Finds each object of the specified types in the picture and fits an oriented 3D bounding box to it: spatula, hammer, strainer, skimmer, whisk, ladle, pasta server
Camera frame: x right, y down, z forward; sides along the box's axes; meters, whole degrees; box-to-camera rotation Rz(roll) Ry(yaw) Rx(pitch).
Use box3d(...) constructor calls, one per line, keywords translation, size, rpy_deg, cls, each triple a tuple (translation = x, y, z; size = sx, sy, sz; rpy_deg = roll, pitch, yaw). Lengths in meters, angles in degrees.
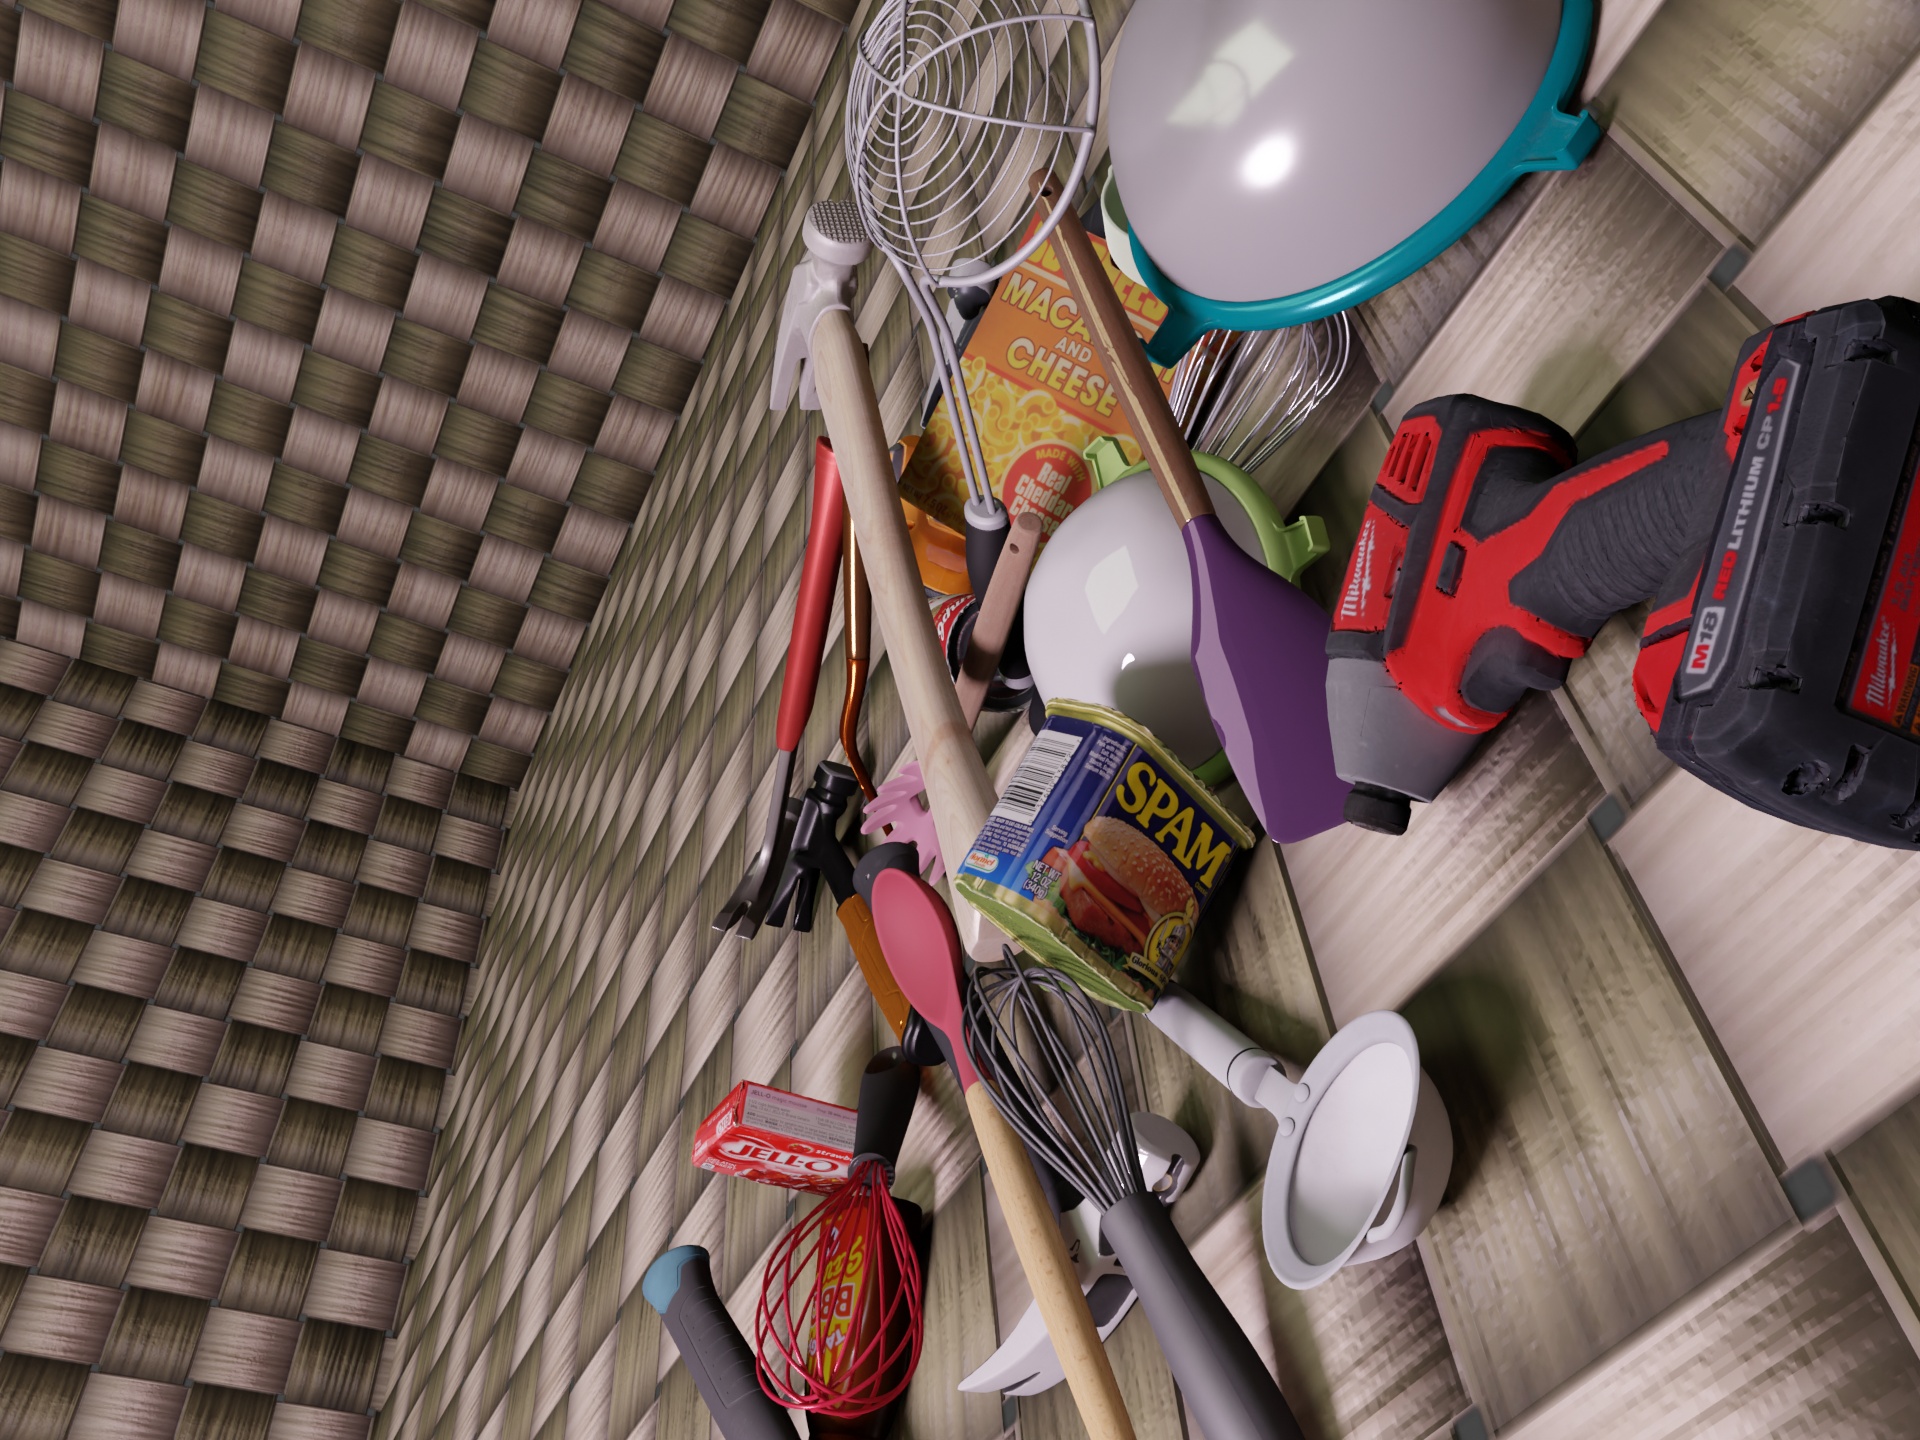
box3d(translation=(0.087, -0.100, 0.630), size=(0.060, 0.018, 0.316), rpy_deg=(-25, 67, 10), cls="spatula")
box3d(translation=(-0.112, -0.023, 1.094), size=(0.149, 0.037, 0.358), rpy_deg=(-68, -7, -57), cls="hammer")
box3d(translation=(0.107, 0.124, 0.541), size=(0.087, 0.050, 0.258), rpy_deg=(-65, 14, 0), cls="strainer")
box3d(translation=(-0.035, -0.068, 0.801), size=(0.146, 0.038, 0.411), rpy_deg=(115, 145, -53), cls="hammer")
box3d(translation=(0.024, -0.150, 0.704), size=(0.127, 0.090, 0.362), rpy_deg=(41, 160, 34), cls="skimmer")
box3d(translation=(-0.053, -0.062, 0.960), size=(0.081, 0.041, 0.322), rpy_deg=(-125, 35, -72), cls="spatula")
box3d(translation=(-0.063, 0.131, 0.990), size=(0.337, 0.034, 0.127), rpy_deg=(-136, 63, -68), cls="hammer")
box3d(translation=(0.060, 0.169, 0.548), size=(0.055, 0.055, 0.239), rpy_deg=(-61, 40, 27), cls="whisk")
box3d(translation=(0.066, -0.303, 1.052), size=(0.409, 0.036, 0.149), rpy_deg=(-15, 59, 67), cls="hammer")
box3d(translation=(0.094, -0.091, 0.753), size=(0.070, 0.070, 0.284), rpy_deg=(-94, 25, -48), cls="whisk")
box3d(translation=(-0.045, 0.224, 0.750), size=(0.296, 0.073, 0.073), rpy_deg=(-76, 10, -75), cls="whisk")
box3d(translation=(-0.081, 0.344, 0.729), size=(0.331, 0.033, 0.128), rpy_deg=(30, 93, 57), cls="hammer")
box3d(translation=(0.015, 0.168, 0.642), size=(0.316, 0.031, 0.069), rpy_deg=(-116, 26, -52), cls="ladle")
box3d(translation=(0.055, 0.006, 0.694), size=(0.152, 0.069, 0.256), rpy_deg=(35, 116, 49), cls="strainer")
box3d(translation=(0.002, 0.157, 0.748), size=(0.146, 0.035, 0.335), rpy_deg=(-65, 27, 16), cls="hammer")
box3d(translation=(0.134, -0.327, 0.670), size=(0.211, 0.095, 0.341), rpy_deg=(-21, 55, 35), cls="strainer")
box3d(translation=(-0.001, -0.003, 0.828), size=(0.040, 0.060, 0.316), rpy_deg=(-47, -12, -30), cls="pasta server")

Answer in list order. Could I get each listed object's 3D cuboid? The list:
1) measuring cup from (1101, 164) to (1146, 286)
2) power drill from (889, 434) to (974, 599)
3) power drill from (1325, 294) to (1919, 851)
box3d(translation=(0.135, -0.269, 0.780), size=(0.167, 0.083, 0.038), rpy_deg=(-47, -29, -22), cls="measuring cup")
box3d(translation=(0.023, -0.143, 0.961), size=(0.226, 0.084, 0.186), rpy_deg=(-41, 37, 47), cls="power drill")
box3d(translation=(0.177, -0.029, 0.443), size=(0.220, 0.078, 0.143), rpy_deg=(-173, 101, -73), cls="power drill")
